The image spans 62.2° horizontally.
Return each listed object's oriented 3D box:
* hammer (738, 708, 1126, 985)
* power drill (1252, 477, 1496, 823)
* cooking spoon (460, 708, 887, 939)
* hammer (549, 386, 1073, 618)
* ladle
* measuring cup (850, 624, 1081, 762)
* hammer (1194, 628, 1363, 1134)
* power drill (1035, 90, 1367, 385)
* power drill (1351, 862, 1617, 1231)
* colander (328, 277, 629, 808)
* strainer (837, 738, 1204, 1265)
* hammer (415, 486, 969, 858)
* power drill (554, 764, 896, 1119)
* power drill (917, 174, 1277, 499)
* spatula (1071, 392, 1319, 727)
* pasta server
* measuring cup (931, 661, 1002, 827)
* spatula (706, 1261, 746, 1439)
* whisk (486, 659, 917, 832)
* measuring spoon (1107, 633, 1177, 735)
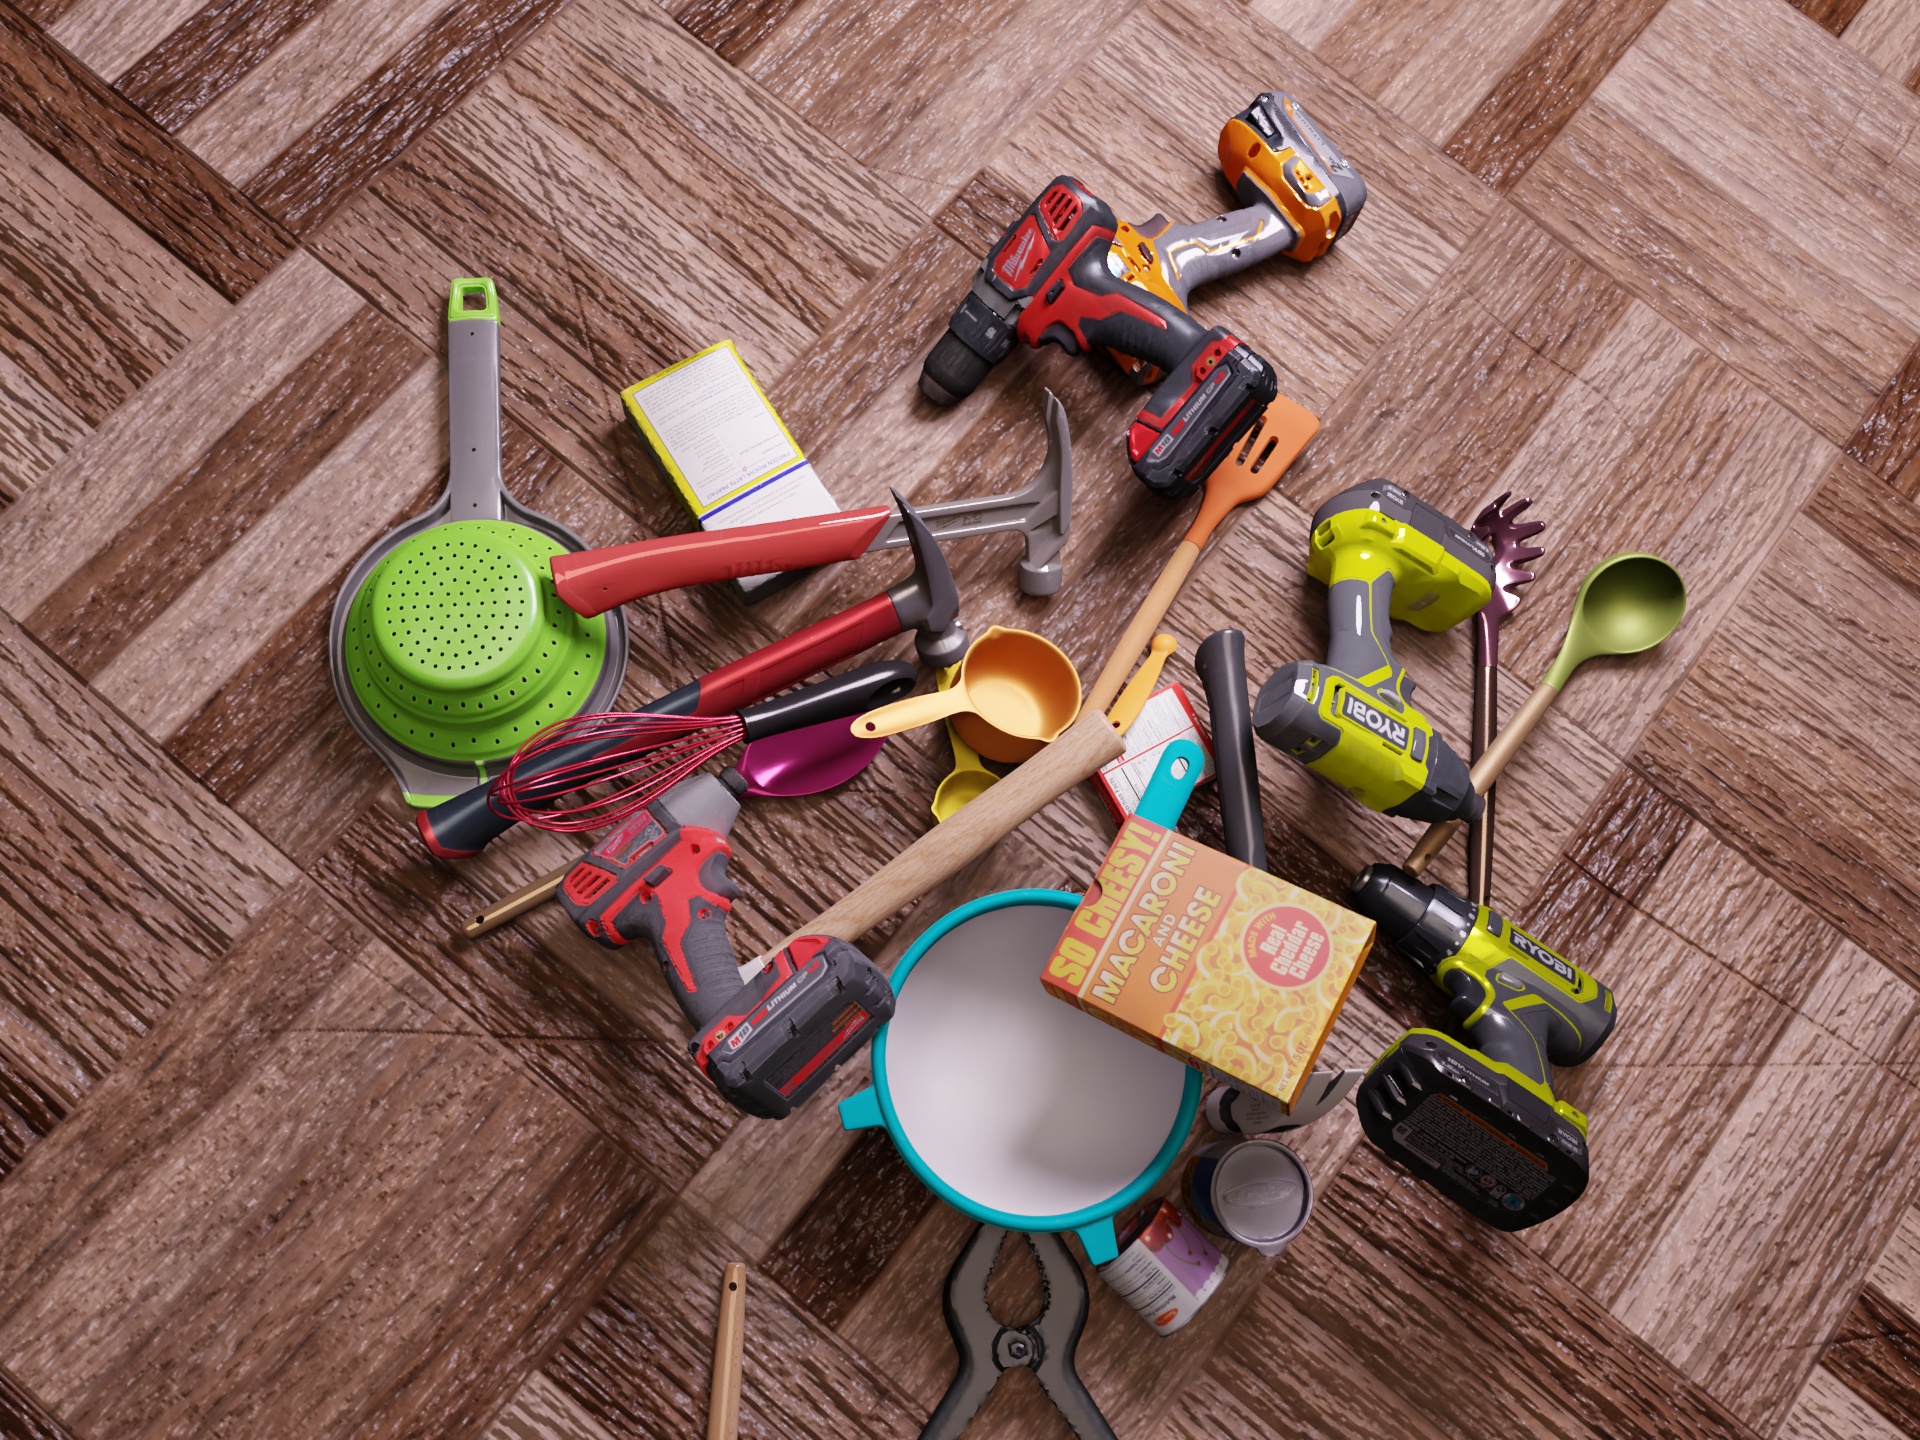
[{"bbox_3d":[-0.031,0.104,1.054,0.331,0.031,0.130,-36,83,1],"label":"hammer"},{"bbox_3d":[0.298,-0.043,1.098,0.171,0.080,0.223,28,55,-14],"label":"power drill"},{"bbox_3d":[-0.194,0.067,1.092,0.319,0.017,0.069,-28,77,-13],"label":"cooking spoon"},{"bbox_3d":[-0.096,-0.131,1.080,0.359,0.149,0.037,-10,33,-14],"label":"hammer"},{"bbox_3d":[0.413,-0.004,1.129,0.320,0.062,0.078,-46,109,-22],"label":"ladle"},{"bbox_3d":[-0.002,-0.003,1.087,0.173,0.052,0.095,-16,67,-25],"label":"measuring cup"},{"bbox_3d":[0.194,0.101,1.055,0.035,0.146,0.335,2,74,-20],"label":"hammer"},{"bbox_3d":[0.176,-0.380,1.216,0.226,0.084,0.164,-36,82,-9],"label":"power drill"},{"bbox_3d":[0.328,0.197,1.029,0.190,0.080,0.228,34,33,3],"label":"power drill"},{"bbox_3d":[-0.339,-0.142,1.092,0.204,0.094,0.397,-4,76,-7],"label":"colander"},{"bbox_3d":[0.073,0.167,1.054,0.211,0.095,0.340,28,72,1],"label":"strainer"},{"bbox_3d":[-0.182,-0.019,1.053,0.386,0.143,0.038,-26,47,-7],"label":"hammer"},{"bbox_3d":[-0.147,0.129,1.000,0.143,0.078,0.220,-43,57,-8],"label":"power drill"},{"bbox_3d":[0.092,-0.255,1.142,0.227,0.080,0.188,45,106,14],"label":"power drill"},{"bbox_3d":[0.157,-0.112,1.151,0.081,0.041,0.323,29,67,8],"label":"spatula"},{"bbox_3d":[0.389,-0.013,1.160,0.060,0.040,0.316,14,74,-28],"label":"pasta server"},{"bbox_3d":[0.000,0.020,1.124,0.062,0.029,0.157,-4,64,-13],"label":"measuring cup"},{"bbox_3d":[-0.149,0.498,0.969,0.082,0.044,0.318,3,74,-1],"label":"spatula"},{"bbox_3d":[-0.159,0.010,1.026,0.296,0.073,0.073,-18,77,-24],"label":"whisk"},{"bbox_3d":[0.126,-0.026,1.126,0.021,0.011,0.117,7,44,30],"label":"measuring spoon"}]
